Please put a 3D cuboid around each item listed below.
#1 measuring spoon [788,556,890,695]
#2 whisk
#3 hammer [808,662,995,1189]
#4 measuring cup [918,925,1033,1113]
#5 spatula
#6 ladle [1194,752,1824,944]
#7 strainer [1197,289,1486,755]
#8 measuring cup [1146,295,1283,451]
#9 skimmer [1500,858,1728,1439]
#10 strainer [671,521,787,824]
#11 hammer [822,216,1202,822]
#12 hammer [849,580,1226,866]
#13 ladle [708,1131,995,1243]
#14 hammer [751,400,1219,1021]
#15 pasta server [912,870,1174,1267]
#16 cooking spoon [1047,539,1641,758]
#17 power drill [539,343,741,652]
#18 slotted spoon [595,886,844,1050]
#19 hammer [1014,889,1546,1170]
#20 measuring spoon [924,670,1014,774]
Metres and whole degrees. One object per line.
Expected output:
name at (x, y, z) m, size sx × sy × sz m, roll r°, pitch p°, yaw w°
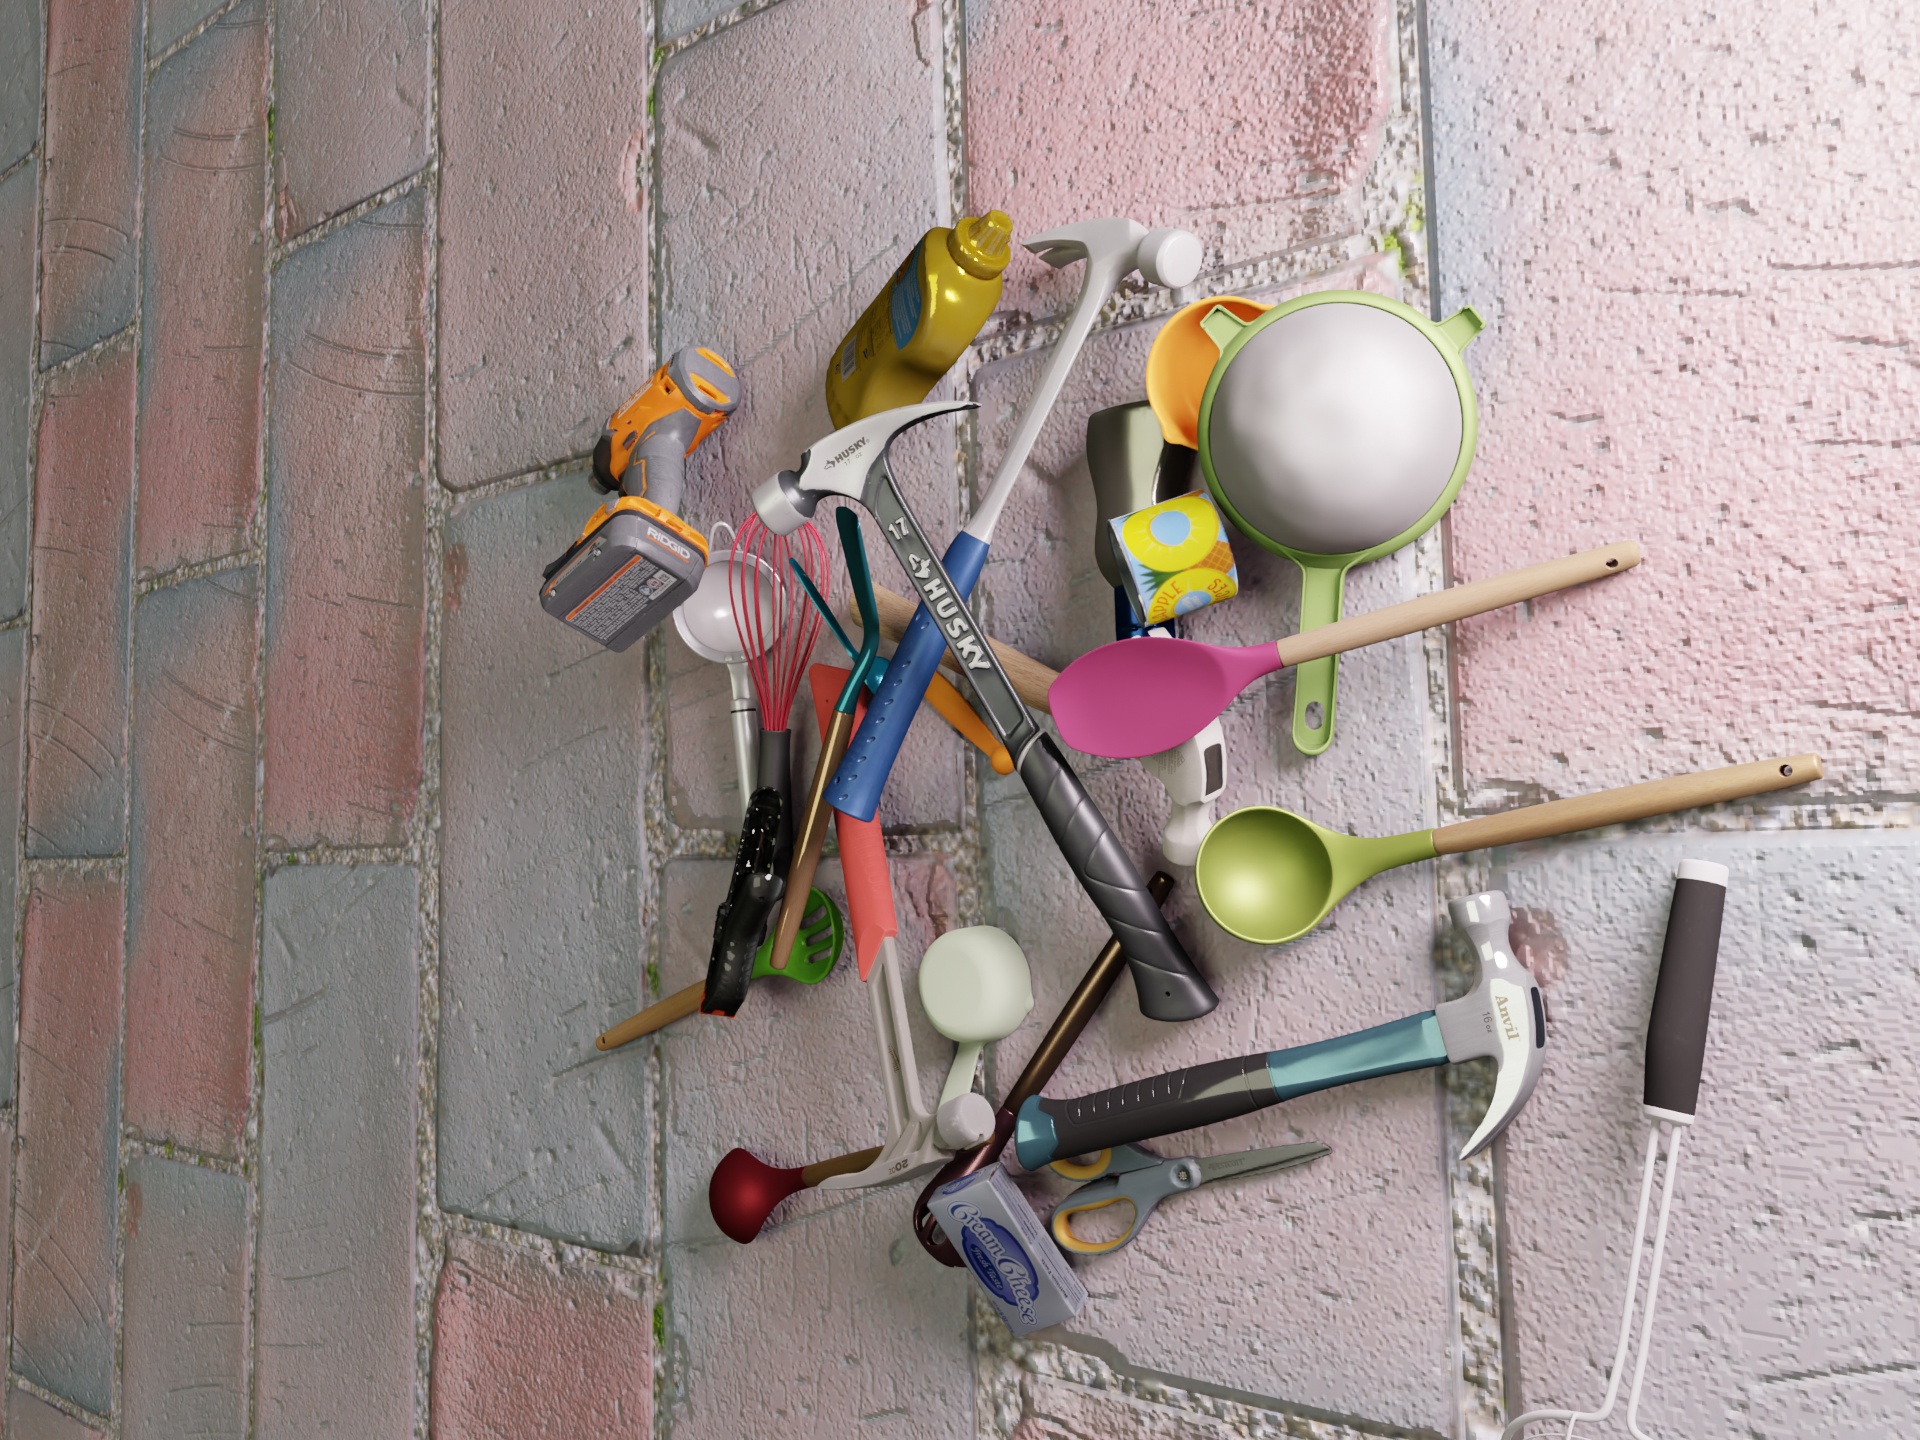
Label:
measuring spoon at (-0.077, -0.066, 1.111) m, size 0.021 × 0.042 × 0.128 m, roll -35°, pitch 86°, yaw 10°
whisk at (-0.134, -0.013, 1.164) m, size 0.073 × 0.073 × 0.296 m, roll 6°, pitch 97°, yaw 40°
hammer at (-0.066, 0.127, 1.076) m, size 0.149 × 0.036 × 0.359 m, roll -33°, pitch 58°, yaw 39°
measuring cup at (-0.005, 0.217, 1.049) m, size 0.083 × 0.038 × 0.167 m, roll 19°, pitch 97°, yaw 39°
spatula at (-0.095, 0.016, 1.072) m, size 0.082 × 0.044 × 0.317 m, roll -143°, pitch 67°, yaw -71°
ladle at (0.267, 0.058, 0.821) m, size 0.320 × 0.062 × 0.078 m, roll -17°, pitch 77°, yaw 36°
strainer at (0.195, -0.103, 0.859) m, size 0.151 × 0.069 × 0.256 m, roll 5°, pitch 101°, yaw 18°
measuring cup at (0.186, -0.171, 0.915) m, size 0.173 × 0.052 × 0.095 m, roll 43°, pitch 111°, yaw 7°
skimmer at (0.339, 0.252, 0.764) m, size 0.127 × 0.090 × 0.363 m, roll 5°, pitch 80°, yaw 44°
strainer at (-0.167, -0.019, 1.202) m, size 0.087 × 0.050 × 0.258 m, roll -6°, pitch 88°, yaw -4°
hammer at (0.012, -0.127, 1.003) m, size 0.144 × 0.035 × 0.405 m, roll 34°, pitch 100°, yaw 52°
hammer at (0.038, -0.030, 1.017) m, size 0.332 × 0.031 × 0.130 m, roll 28°, pitch 129°, yaw 42°
ladle at (-0.087, 0.312, 1.099) m, size 0.315 × 0.031 × 0.069 m, roll -27°, pitch 67°, yaw 41°
hammer at (0.036, -0.001, 0.943) m, size 0.149 × 0.036 × 0.409 m, roll -31°, pitch 89°, yaw 20°
pasta server at (0.052, 0.226, 1.012) m, size 0.060 × 0.040 × 0.316 m, roll 41°, pitch 109°, yaw 34°
cooking spoon at (0.197, -0.042, 0.852) m, size 0.319 × 0.017 × 0.068 m, roll -16°, pitch 103°, yaw 21°
power drill at (-0.248, -0.166, 1.213) m, size 0.164 × 0.084 × 0.227 m, roll -32°, pitch 39°, yaw 36°
slotted spoon at (-0.188, 0.202, 1.215) m, size 0.313 × 0.031 × 0.070 m, roll -31°, pitch 67°, yaw 37°
hammer at (0.166, 0.202, 0.895) m, size 0.331 × 0.033 × 0.128 m, roll -24°, pitch 71°, yaw 32°
measuring spoon at (-0.002, -0.003, 1.079) m, size 0.117 × 0.011 × 0.021 m, roll 47°, pitch 116°, yaw 32°
